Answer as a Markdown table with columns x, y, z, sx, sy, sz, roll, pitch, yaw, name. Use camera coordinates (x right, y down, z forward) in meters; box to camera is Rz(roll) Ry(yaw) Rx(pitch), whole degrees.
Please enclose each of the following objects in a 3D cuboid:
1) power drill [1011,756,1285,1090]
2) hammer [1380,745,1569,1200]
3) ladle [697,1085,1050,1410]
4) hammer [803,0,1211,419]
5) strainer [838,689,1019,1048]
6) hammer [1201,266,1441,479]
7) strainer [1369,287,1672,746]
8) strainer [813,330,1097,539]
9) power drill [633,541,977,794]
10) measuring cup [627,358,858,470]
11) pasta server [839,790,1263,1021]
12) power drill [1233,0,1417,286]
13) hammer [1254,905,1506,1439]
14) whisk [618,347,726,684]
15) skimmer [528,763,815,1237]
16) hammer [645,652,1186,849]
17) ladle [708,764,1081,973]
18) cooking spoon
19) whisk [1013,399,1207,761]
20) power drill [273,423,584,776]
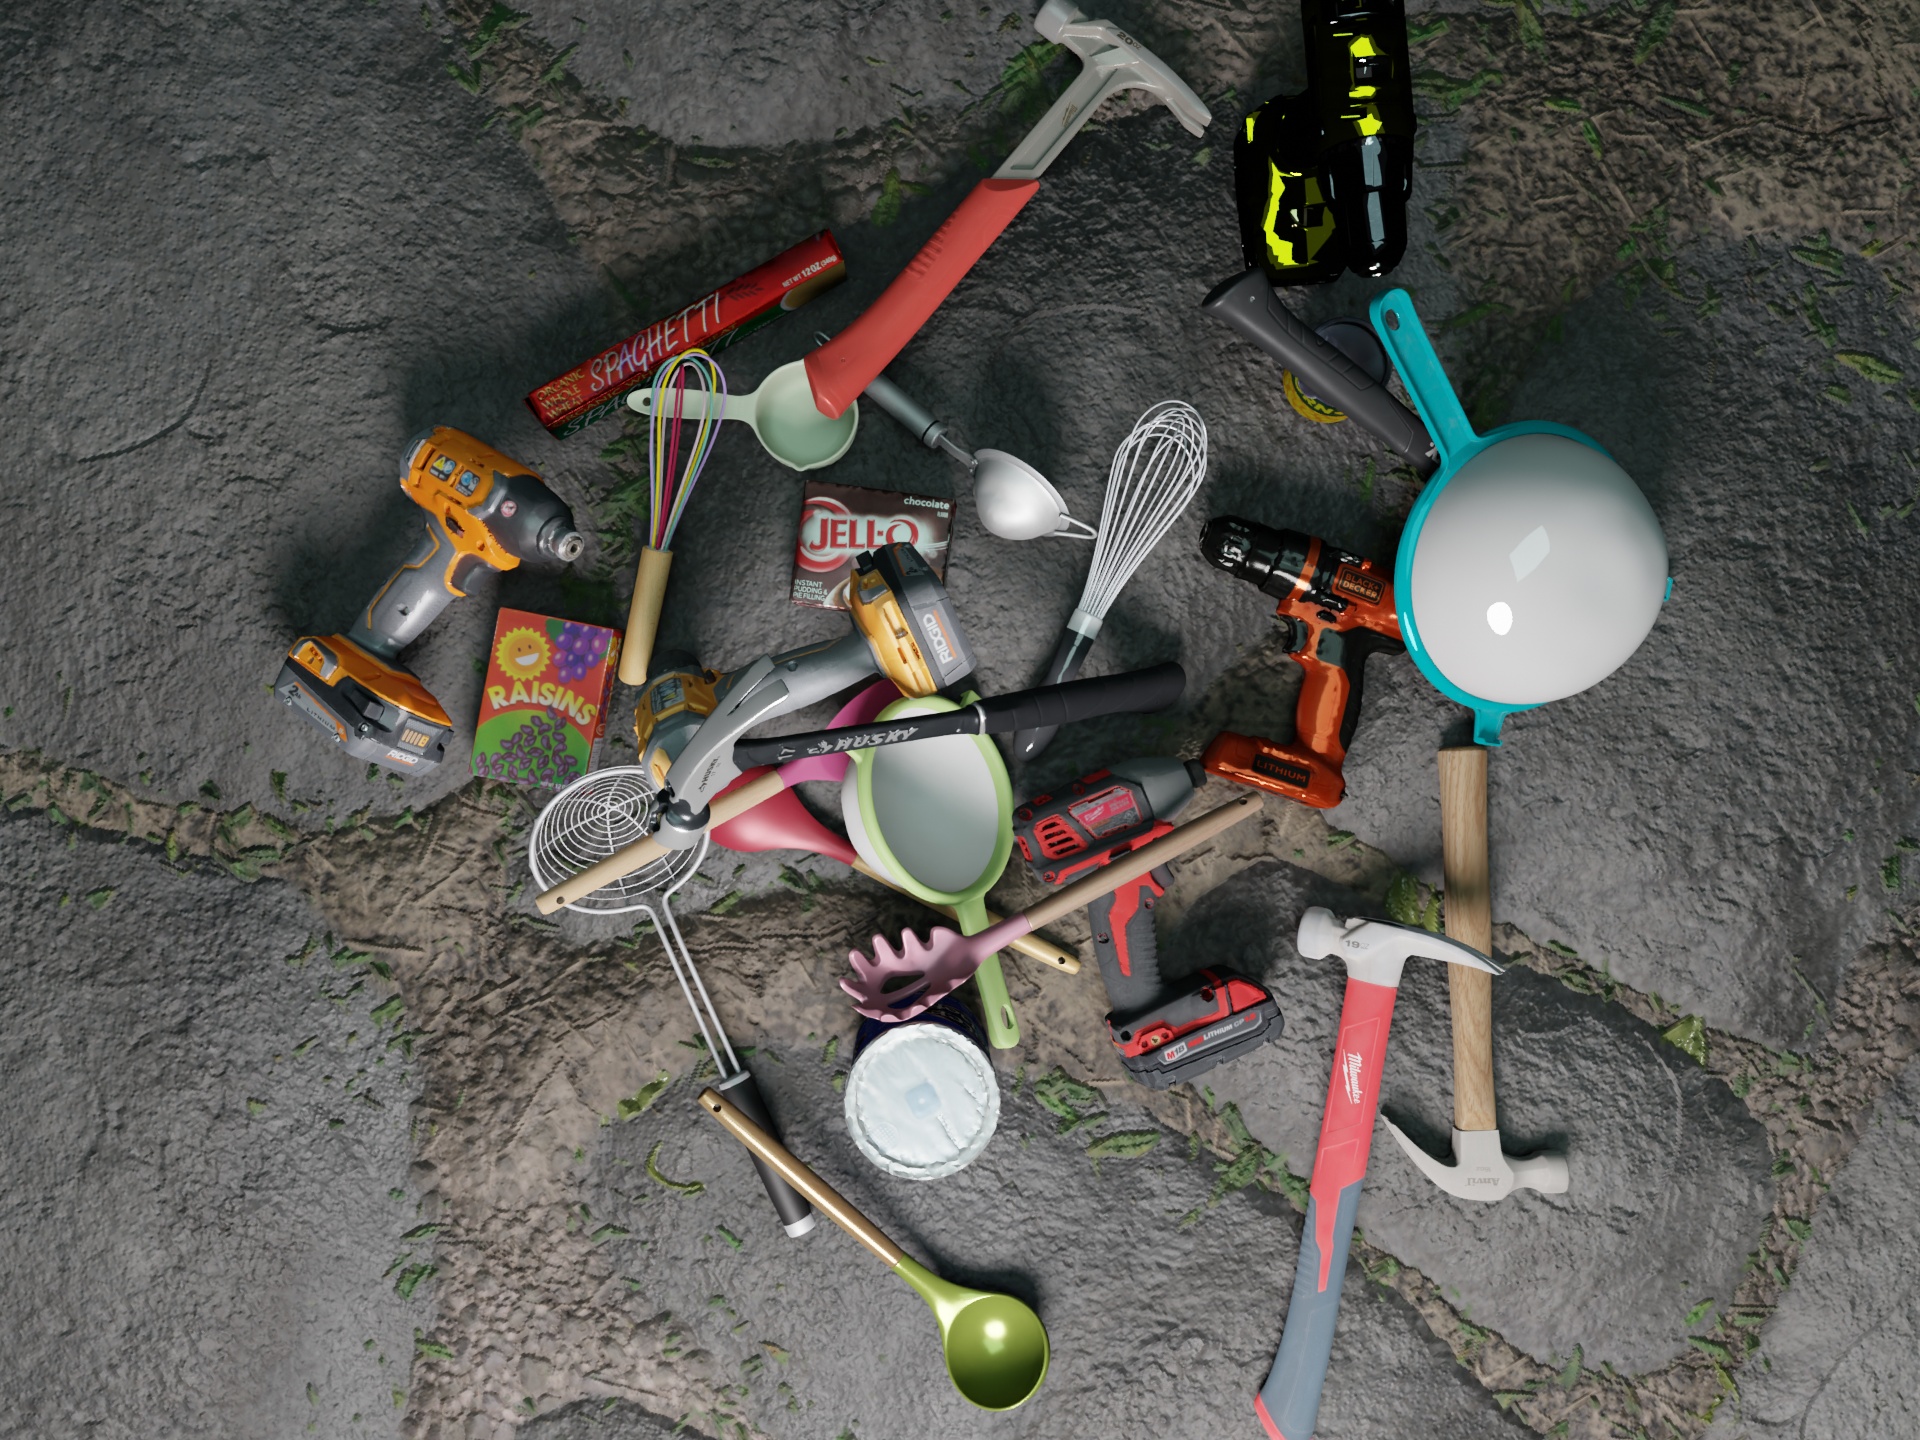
| x | y | z | sx | sy | sz | roll | pitch | yaw | name |
| --- | --- | --- | --- | --- | --- | --- | --- | --- | --- |
| 0.140 | 0.136 | 1.134 | 0.143 | 0.078 | 0.219 | -24 | 91 | -6 | power drill |
| 0.372 | 0.184 | 1.169 | 0.130 | 0.031 | 0.331 | -2 | 89 | -2 | hammer |
| -0.063 | 0.368 | 1.123 | 0.320 | 0.062 | 0.078 | 43 | 86 | -9 | ladle |
| 0.020 | -0.353 | 1.144 | 0.149 | 0.036 | 0.359 | 39 | 81 | 0 | hammer |
| -0.019 | 0.111 | 1.129 | 0.069 | 0.151 | 0.256 | -16 | 91 | 41 | strainer |
| 0.301 | -0.204 | 1.116 | 0.334 | 0.035 | 0.146 | 31 | 91 | -21 | hammer |
| 0.382 | -0.148 | 1.082 | 0.211 | 0.095 | 0.340 | -39 | 113 | -7 | strainer |
| -0.014 | -0.199 | 1.148 | 0.258 | 0.086 | 0.050 | 41 | 71 | 11 | strainer |
| -0.118 | -0.039 | 1.088 | 0.226 | 0.185 | 0.084 | -26 | 114 | -3 | power drill |
| -0.156 | -0.224 | 1.158 | 0.167 | 0.038 | 0.083 | 5 | 89 | 1 | measuring cup |
| 0.068 | 0.119 | 1.071 | 0.316 | 0.040 | 0.060 | -26 | 56 | -10 | pasta server |
| 0.248 | -0.373 | 1.073 | 0.080 | 0.228 | 0.190 | -5 | 90 | -2 | power drill |
| 0.285 | 0.337 | 1.140 | 0.143 | 0.038 | 0.386 | 11 | 93 | 28 | hammer |
| -0.215 | -0.144 | 1.132 | 0.051 | 0.047 | 0.245 | 15 | 103 | 2 | whisk |
| -0.186 | 0.204 | 1.124 | 0.127 | 0.090 | 0.363 | -24 | 90 | -8 | skimmer |
| -0.002 | -0.003 | 1.042 | 0.408 | 0.149 | 0.036 | -10 | 58 | -38 | hammer |
| -0.054 | 0.112 | 1.162 | 0.315 | 0.031 | 0.069 | 27 | 86 | -3 | ladle |
| -0.149 | 0.052 | 1.110 | 0.319 | 0.017 | 0.068 | -29 | 122 | -22 | cooking spoon |
| 0.103 | -0.100 | 1.155 | 0.070 | 0.070 | 0.284 | 25 | 93 | -1 | whisk |
| -0.360 | -0.080 | 1.103 | 0.164 | 0.084 | 0.226 | 29 | 88 | 30 | power drill |
